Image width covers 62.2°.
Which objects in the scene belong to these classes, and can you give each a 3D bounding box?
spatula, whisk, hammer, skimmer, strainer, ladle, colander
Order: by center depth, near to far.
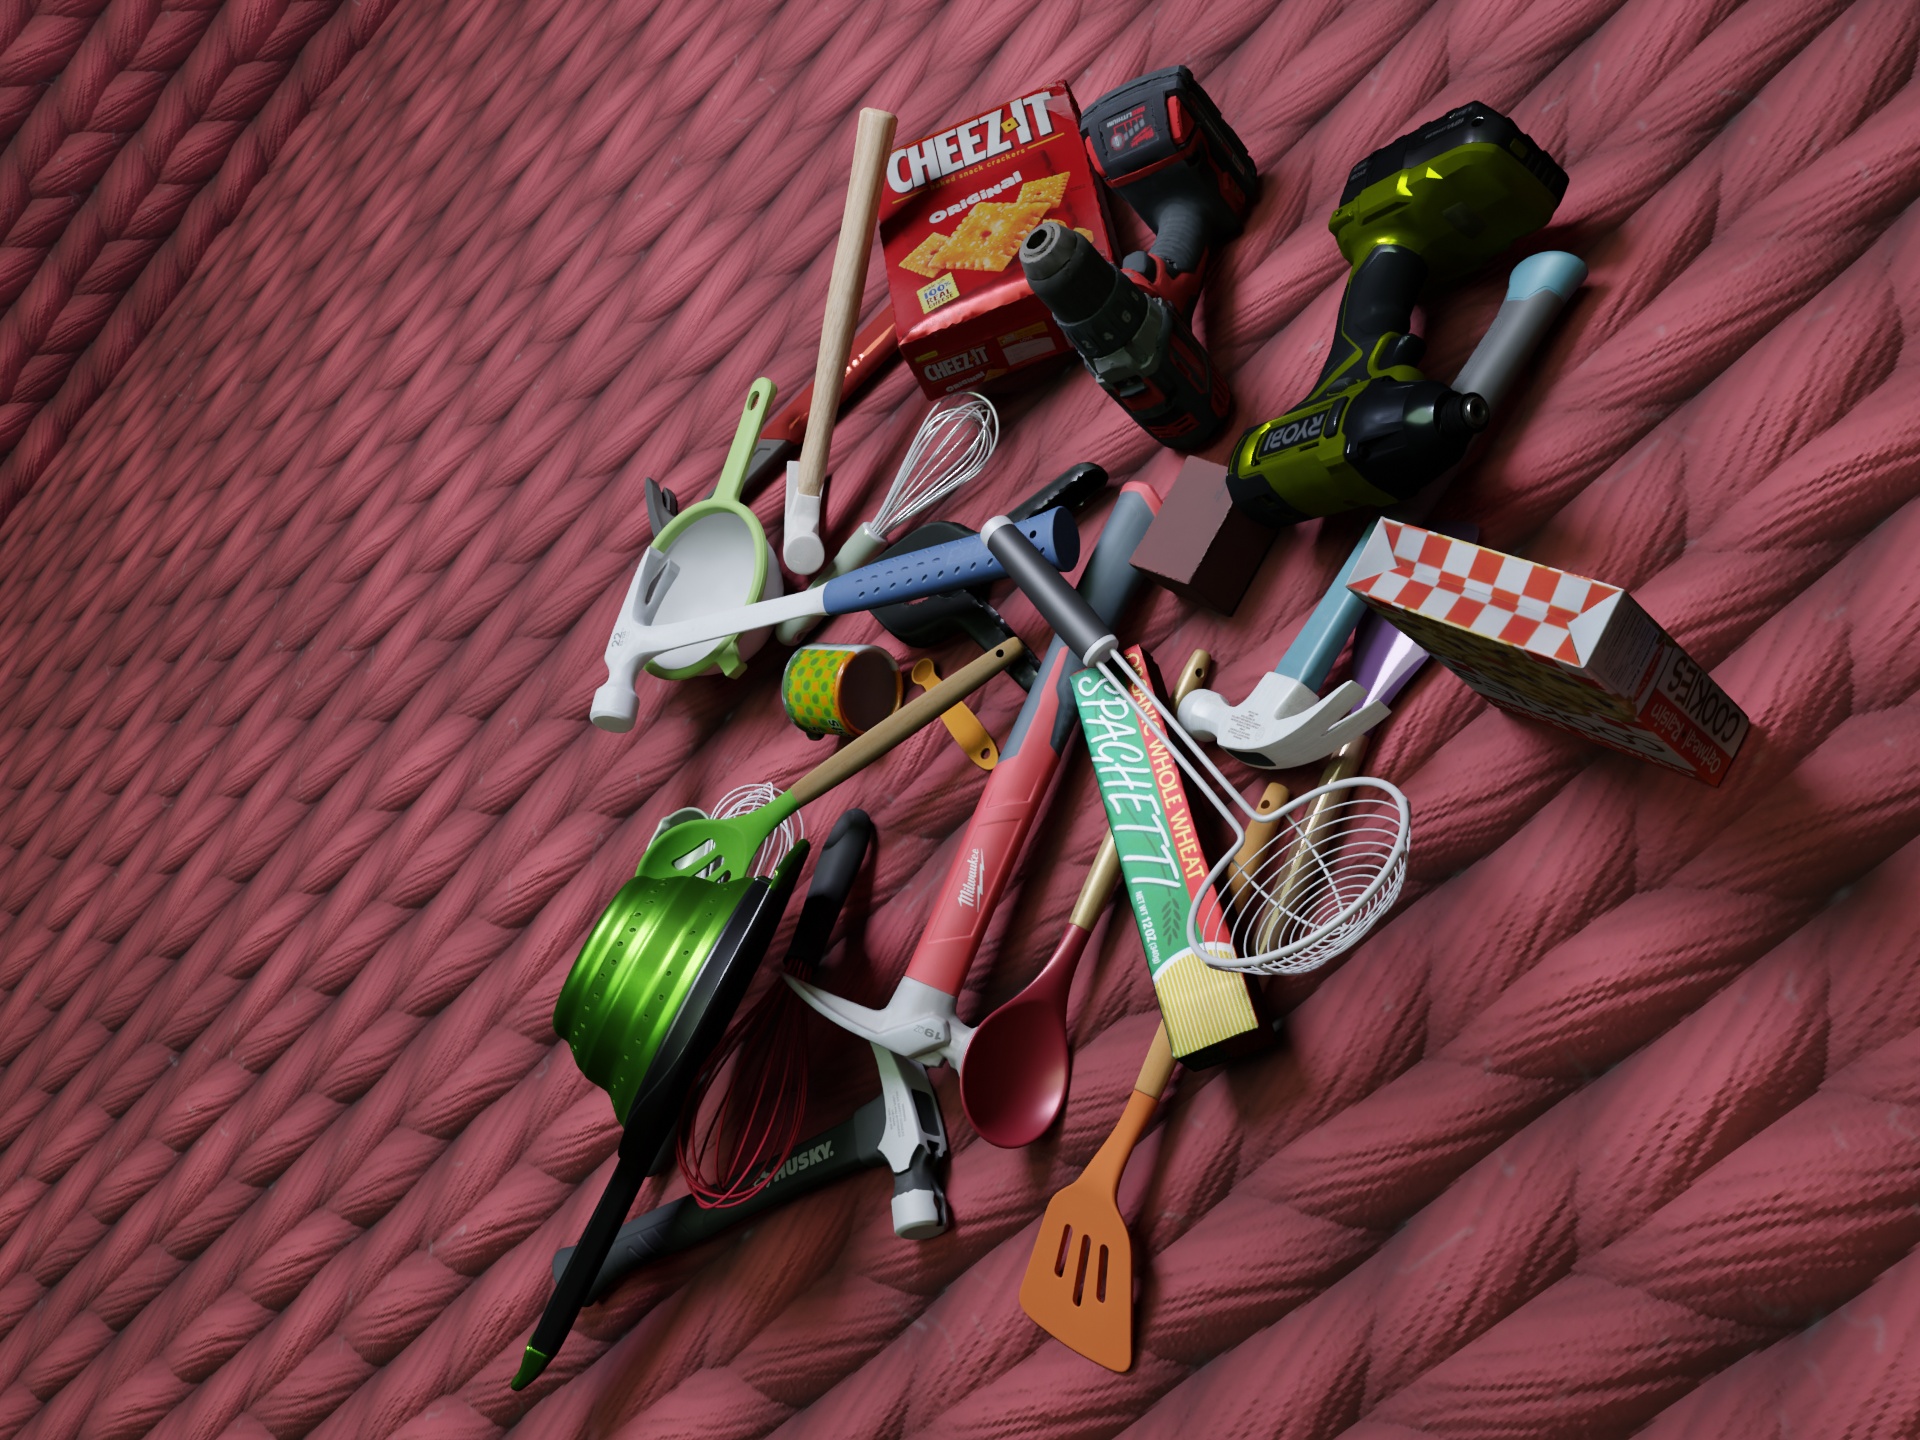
[{"bbox_3d":[0.100,-0.011,0.854,0.127,0.090,0.364,-40,56,4],"label":"skimmer"},{"bbox_3d":[0.115,0.183,0.865,0.081,0.041,0.323,15,75,45],"label":"spatula"},{"bbox_3d":[0.205,0.031,0.867,0.060,0.018,0.316,14,77,52],"label":"spatula"},{"bbox_3d":[0.246,-0.117,0.886,0.331,0.033,0.128,-58,28,-2],"label":"hammer"},{"bbox_3d":[0.080,0.097,0.928,0.315,0.069,0.031,-64,19,-12],"label":"ladle"},{"bbox_3d":[0.028,0.020,0.986,0.143,0.038,0.386,21,78,14],"label":"hammer"},{"bbox_3d":[-0.224,0.236,1.000,0.397,0.094,0.204,-63,0,7],"label":"colander"},{"bbox_3d":[-0.109,0.172,1.009,0.073,0.073,0.296,-16,39,36],"label":"whisk"},{"bbox_3d":[-0.148,0.305,1.030,0.335,0.035,0.146,-31,51,27],"label":"hammer"},{"bbox_3d":[-0.098,-0.089,1.102,0.405,0.035,0.144,-10,59,34],"label":"hammer"},{"bbox_3d":[-0.176,0.179,1.111,0.070,0.070,0.285,10,80,45],"label":"whisk"},{"bbox_3d":[-0.059,-0.146,1.184,0.246,0.057,0.059,-46,75,19],"label":"whisk"},{"bbox_3d":[-0.092,-0.282,1.186,0.130,0.031,0.331,-112,33,-69],"label":"hammer"},{"bbox_3d":[-0.175,-0.144,1.265,0.151,0.069,0.256,6,75,41],"label":"strainer"},{"bbox_3d":[-0.127,-0.262,1.315,0.359,0.036,0.149,-41,46,19],"label":"hammer"}]

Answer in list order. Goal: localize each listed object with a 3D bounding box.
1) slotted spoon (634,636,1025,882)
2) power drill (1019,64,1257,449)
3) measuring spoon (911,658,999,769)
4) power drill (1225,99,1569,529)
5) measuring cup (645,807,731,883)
[{"bbox_3d":[-0.087,0.038,1.055,0.314,0.031,0.070,-35,70,12],"label":"slotted spoon"},{"bbox_3d":[0.113,-0.308,1.015,0.080,0.187,0.227,-12,57,37],"label":"power drill"},{"bbox_3d":[-0.002,-0.003,1.082,0.021,0.011,0.117,-47,48,11],"label":"measuring spoon"},{"bbox_3d":[0.247,-0.219,0.881,0.171,0.080,0.223,-8,55,62],"label":"power drill"},{"bbox_3d":[-0.227,0.138,1.191,0.167,0.038,0.083,-48,44,15],"label":"measuring cup"}]
